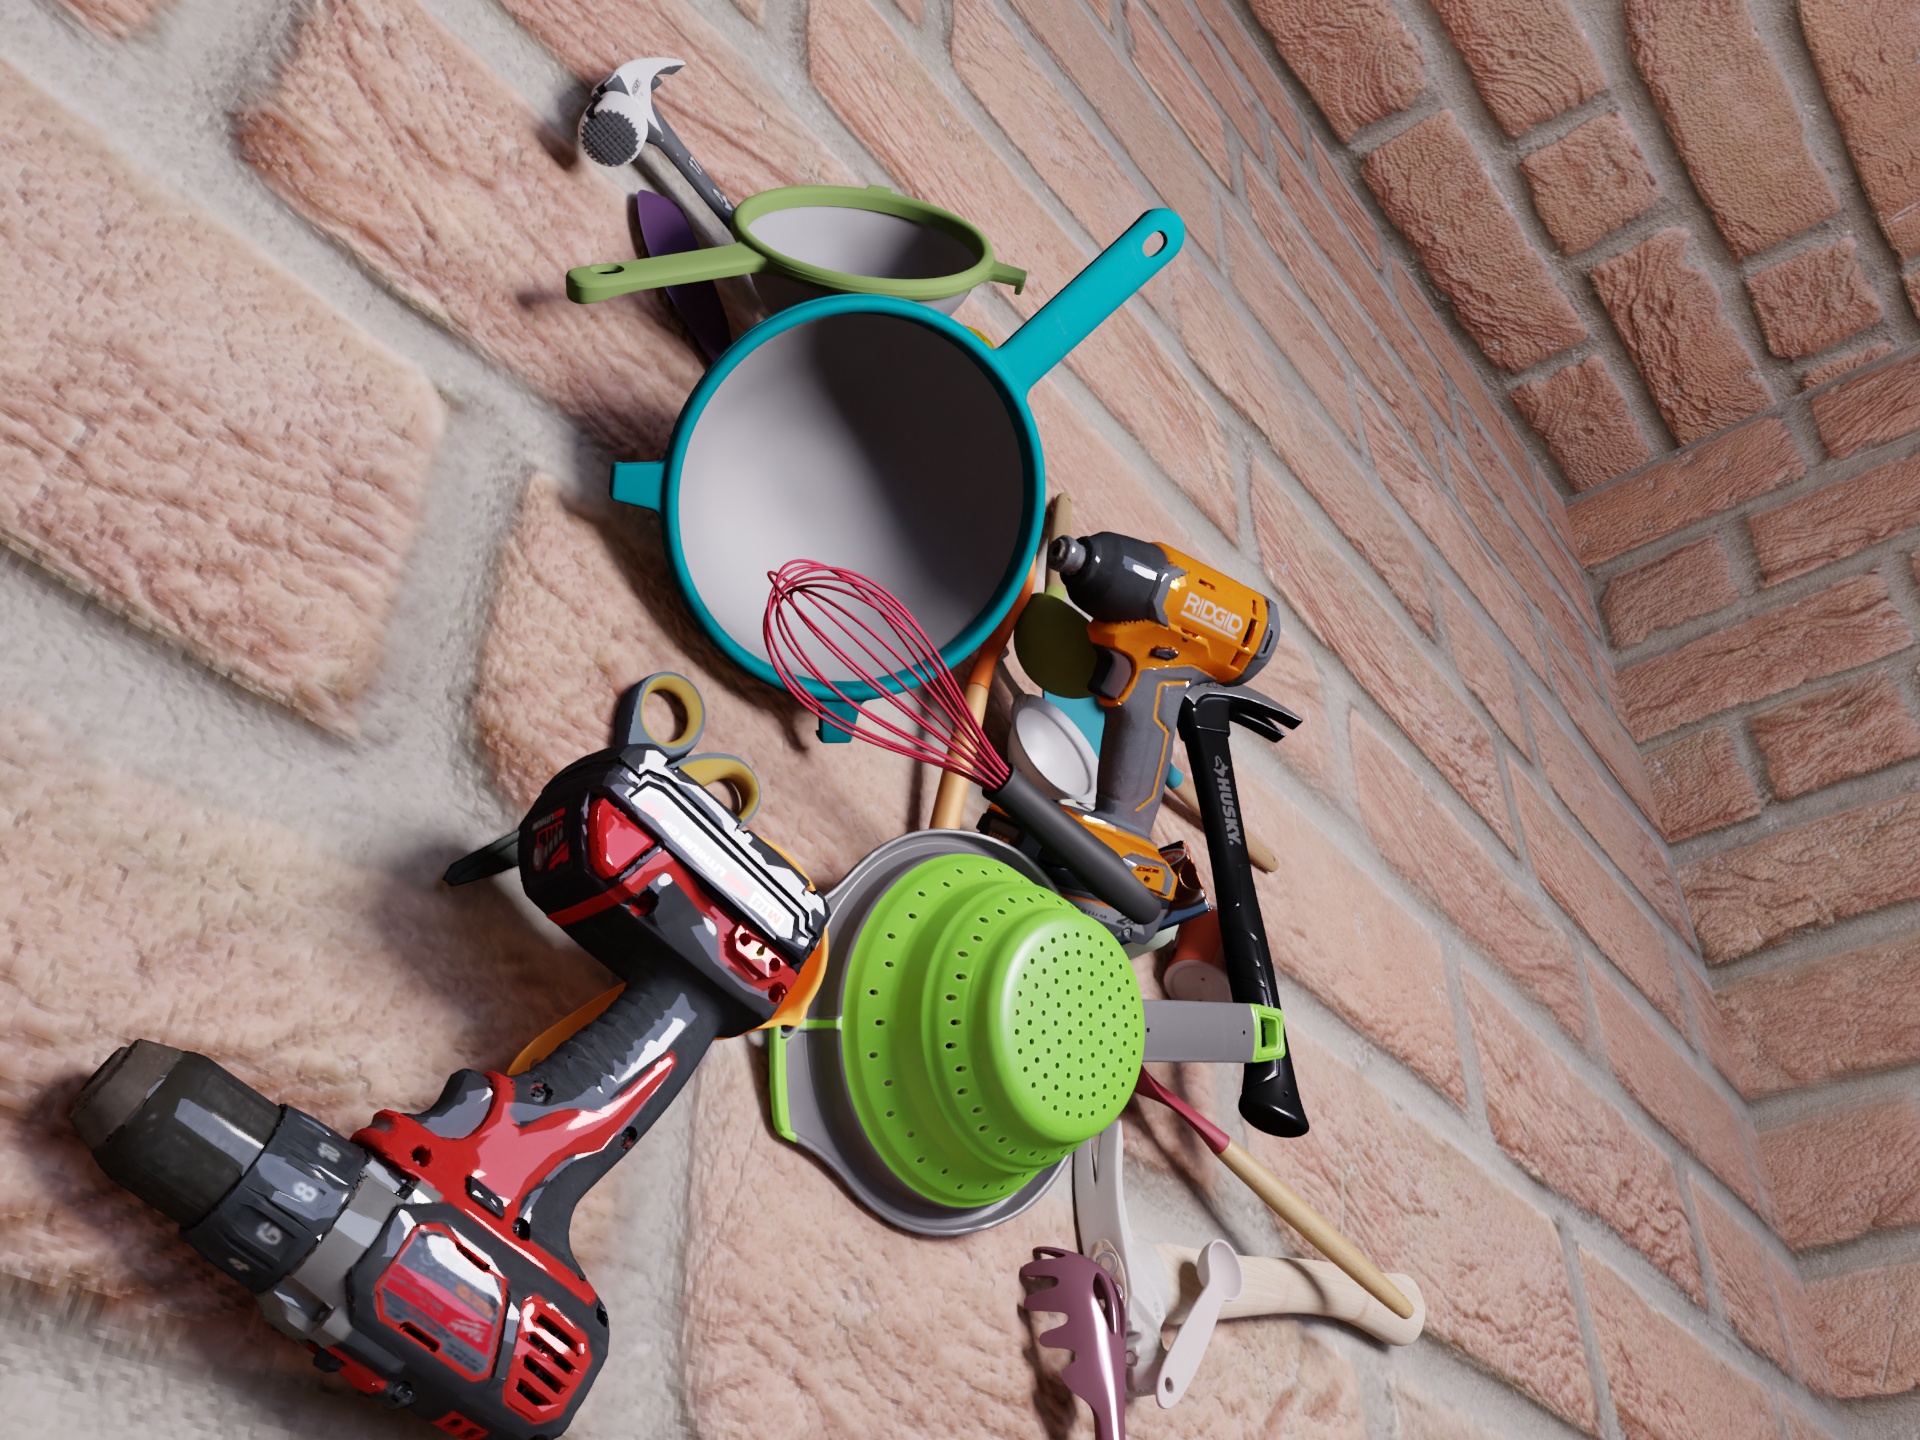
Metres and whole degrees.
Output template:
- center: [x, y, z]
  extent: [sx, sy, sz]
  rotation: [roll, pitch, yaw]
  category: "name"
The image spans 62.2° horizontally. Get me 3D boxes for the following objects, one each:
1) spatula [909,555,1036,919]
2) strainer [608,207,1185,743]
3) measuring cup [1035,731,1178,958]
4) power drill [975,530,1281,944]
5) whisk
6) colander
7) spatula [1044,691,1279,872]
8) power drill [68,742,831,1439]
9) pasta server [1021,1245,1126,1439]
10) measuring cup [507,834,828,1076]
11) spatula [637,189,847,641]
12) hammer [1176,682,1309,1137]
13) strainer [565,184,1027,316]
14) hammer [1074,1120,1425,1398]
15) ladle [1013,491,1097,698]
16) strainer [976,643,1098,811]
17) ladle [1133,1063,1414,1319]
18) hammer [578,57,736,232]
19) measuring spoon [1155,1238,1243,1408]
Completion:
- center: [-0.001, -0.003, 0.942]
  extent: [0.041, 0.081, 0.323]
  rotation: [41, 48, -35]
  category: "spatula"
- center: [-0.021, -0.165, 0.866]
  extent: [0.210, 0.340, 0.095]
  rotation: [51, -10, -28]
  category: "strainer"
- center: [0.099, 0.079, 1.070]
  extent: [0.083, 0.038, 0.167]
  rotation: [-31, 97, -60]
  category: "measuring cup"
- center: [0.086, 0.004, 0.940]
  extent: [0.164, 0.084, 0.226]
  rotation: [22, 89, -34]
  category: "power drill"
- center: [0.006, 0.020, 0.830]
  extent: [0.295, 0.073, 0.073]
  rotation: [42, 37, -24]
  category: "whisk"
- center: [0.083, 0.163, 0.843]
  extent: [0.396, 0.094, 0.205]
  rotation: [11, 73, -43]
  category: "colander"
- center: [0.164, 0.057, 1.211]
  extent: [0.317, 0.044, 0.082]
  rotation: [38, 40, -46]
  category: "spatula"
- center: [-0.166, 0.112, 0.559]
  extent: [0.187, 0.080, 0.227]
  rotation: [44, 52, -19]
  category: "power drill"
- center: [0.072, 0.406, 0.764]
  extent: [0.060, 0.040, 0.317]
  rotation: [36, 37, -39]
  category: "pasta server"
- center: [-0.133, 0.113, 0.676]
  extent: [0.173, 0.052, 0.095]
  rotation: [-31, 94, -46]
  category: "measuring cup"
- center: [-0.123, -0.169, 0.927]
  extent: [0.059, 0.018, 0.316]
  rotation: [-10, 75, -63]
  category: "spatula"
- center: [0.191, 0.115, 1.079]
  extent: [0.146, 0.035, 0.335]
  rotation: [9, 57, -24]
  category: "hammer"
- center: [-0.100, -0.235, 0.886]
  extent: [0.256, 0.069, 0.152]
  rotation: [-20, 46, -33]
  category: "strainer"
- center: [0.204, 0.357, 1.032]
  extent: [0.410, 0.038, 0.146]
  rotation: [27, 45, -48]
  category: "hammer"
- center: [0.077, -0.106, 1.116]
  extent: [0.078, 0.062, 0.320]
  rotation: [50, 22, -19]
  category: "ladle"
- center: [0.025, -0.036, 1.042]
  extent: [0.087, 0.050, 0.258]
  rotation: [-15, 76, -60]
  category: "strainer"
- center: [0.182, 0.282, 1.003]
  extent: [0.315, 0.031, 0.069]
  rotation: [44, 1, -14]
  category: "ladle"
- center: [-0.084, -0.248, 1.024]
  extent: [0.408, 0.036, 0.149]
  rotation: [47, 25, -31]
  category: "hammer"
- center: [0.126, 0.333, 0.876]
  extent: [0.034, 0.018, 0.124]
  rotation: [58, 35, -5]
  category: "measuring spoon"
